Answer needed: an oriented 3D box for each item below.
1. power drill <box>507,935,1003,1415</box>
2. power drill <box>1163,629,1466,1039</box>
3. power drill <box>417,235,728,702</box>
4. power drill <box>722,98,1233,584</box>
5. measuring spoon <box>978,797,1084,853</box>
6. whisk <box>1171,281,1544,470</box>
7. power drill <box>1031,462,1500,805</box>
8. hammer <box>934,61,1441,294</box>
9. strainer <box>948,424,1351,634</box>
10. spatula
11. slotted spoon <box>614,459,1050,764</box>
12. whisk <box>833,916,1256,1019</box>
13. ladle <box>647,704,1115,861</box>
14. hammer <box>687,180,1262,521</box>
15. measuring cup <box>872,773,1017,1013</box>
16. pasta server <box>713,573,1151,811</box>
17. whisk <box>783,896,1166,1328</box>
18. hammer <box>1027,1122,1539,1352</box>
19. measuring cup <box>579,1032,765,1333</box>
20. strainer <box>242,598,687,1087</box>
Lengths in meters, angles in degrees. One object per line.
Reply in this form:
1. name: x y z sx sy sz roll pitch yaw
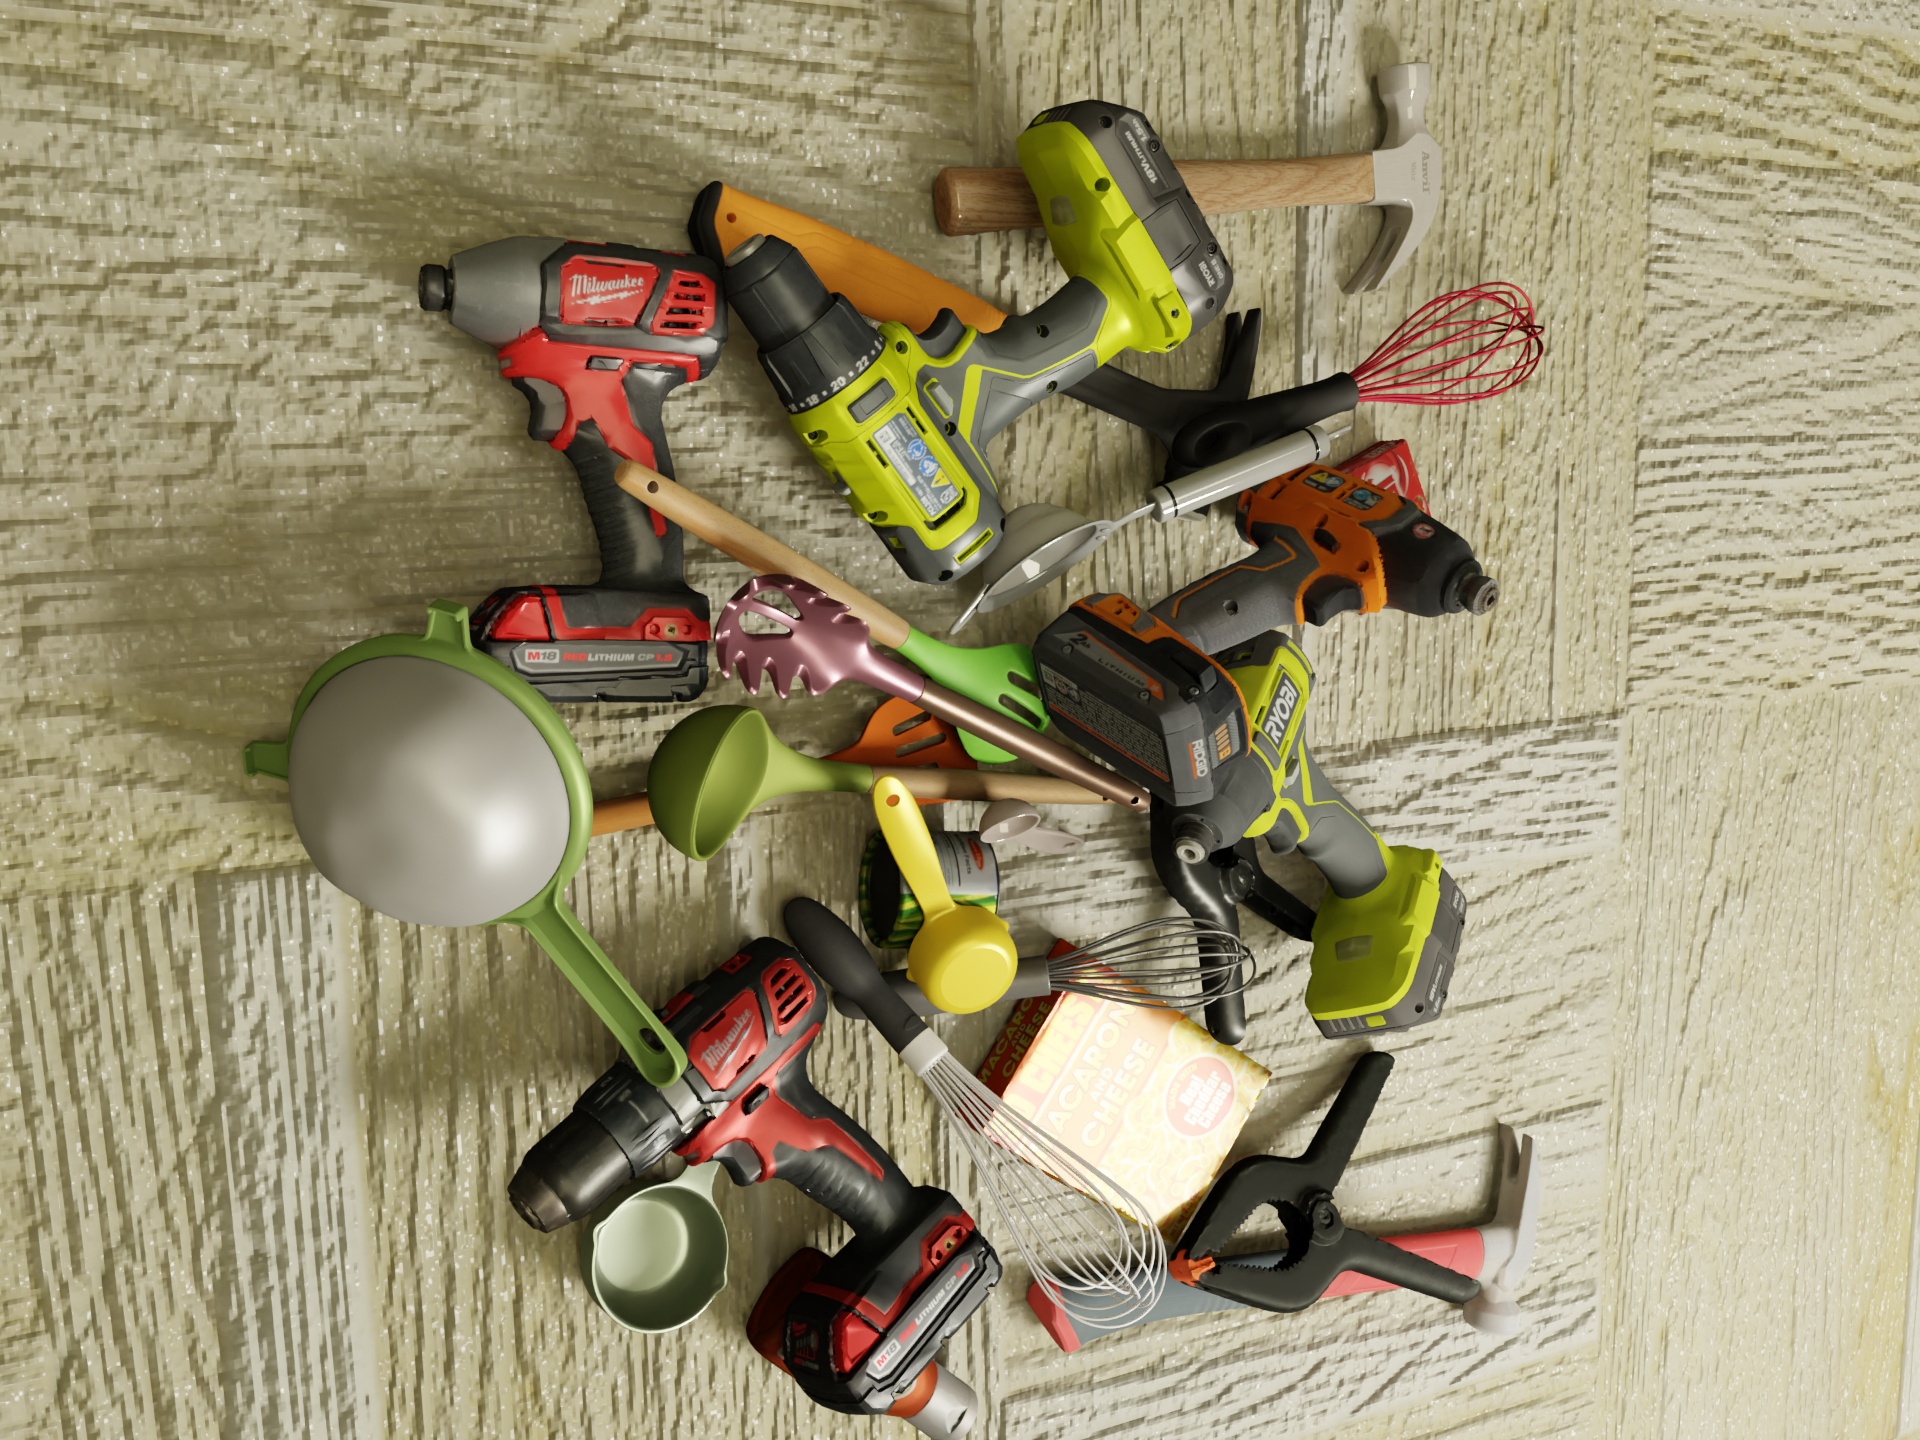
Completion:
1. power drill: -0.104 0.250 0.823 0.188 0.080 0.226 -40 100 -32
2. power drill: 0.204 0.078 0.940 0.223 0.080 0.171 51 44 -20
3. power drill: -0.187 -0.120 0.765 0.143 0.078 0.219 0 94 -26
4. power drill: 0.009 -0.207 0.802 0.228 0.080 0.190 -41 116 -10
5. measuring spoon: 0.043 0.060 0.897 0.034 0.124 0.018 -27 69 17
6. whisk: 0.243 -0.200 0.945 0.296 0.073 0.073 -23 107 -25
7. power drill: 0.171 -0.054 0.869 0.226 0.164 0.084 -36 135 -21
8. hammer: 0.140 -0.303 0.913 0.331 0.031 0.130 -12 102 -23
9. strainer: 0.101 -0.116 0.863 0.258 0.087 0.050 -23 80 -12
10. spatula: -0.134 0.038 0.841 0.322 0.041 0.081 -12 103 -19
11. slotted spoon: -0.050 -0.052 0.816 0.313 0.031 0.070 30 84 -41
12. whisk: 0.047 0.146 0.892 0.239 0.055 0.055 -7 101 -1
13. ladle: -0.022 0.037 0.839 0.320 0.062 0.078 5 108 -40
14. hammer: 0.015 -0.219 0.865 0.336 0.034 0.127 17 91 -26
15. measuring cup: -0.012 0.092 0.819 0.062 0.029 0.156 -27 125 -8
16. pasta server: -0.001 -0.003 0.832 0.316 0.040 0.060 26 108 -38
17. whisk: 0.003 0.200 0.845 0.070 0.070 0.285 -40 77 -15
18. hammer: 0.223 0.348 1.043 0.386 0.038 0.143 3 95 -25
19. measuring cup: -0.149 0.244 0.862 0.083 0.038 0.168 32 67 -24
20. strainer: -0.217 0.083 0.726 0.151 0.069 0.256 -31 103 23
